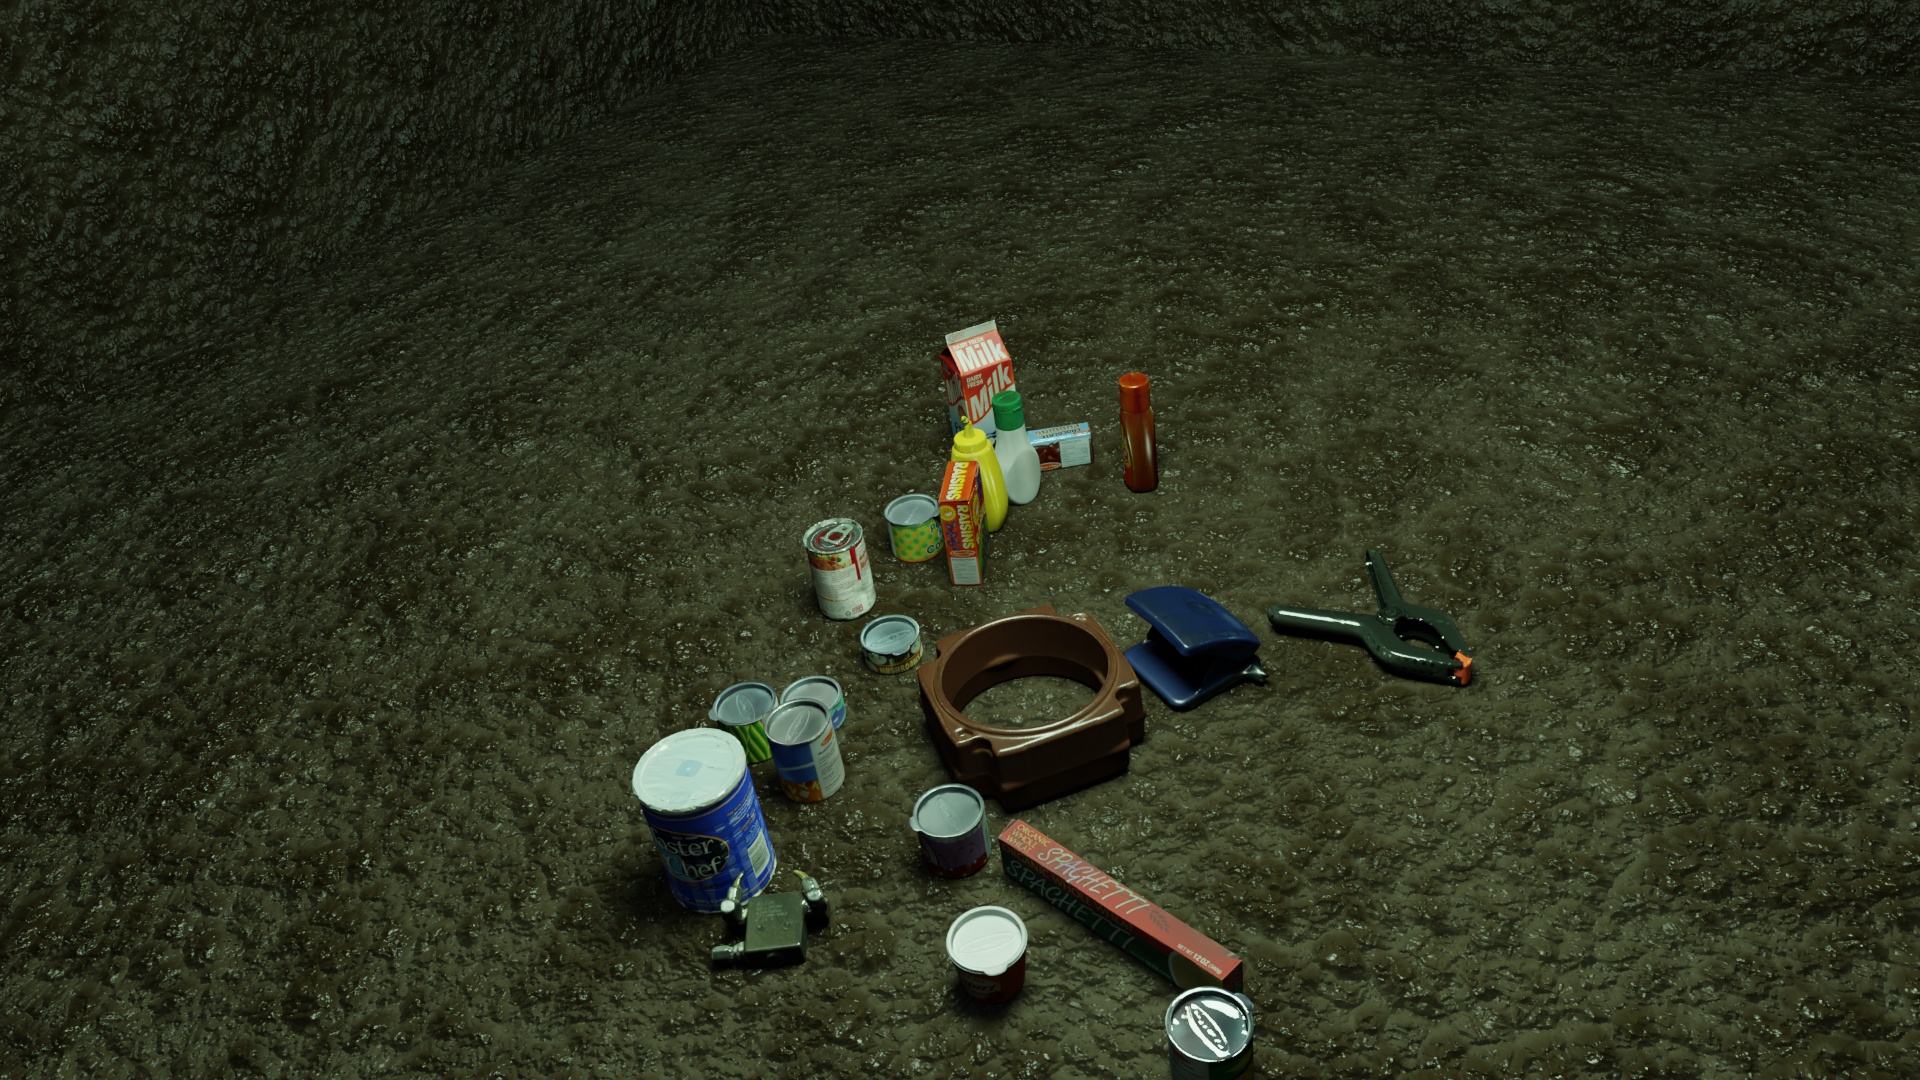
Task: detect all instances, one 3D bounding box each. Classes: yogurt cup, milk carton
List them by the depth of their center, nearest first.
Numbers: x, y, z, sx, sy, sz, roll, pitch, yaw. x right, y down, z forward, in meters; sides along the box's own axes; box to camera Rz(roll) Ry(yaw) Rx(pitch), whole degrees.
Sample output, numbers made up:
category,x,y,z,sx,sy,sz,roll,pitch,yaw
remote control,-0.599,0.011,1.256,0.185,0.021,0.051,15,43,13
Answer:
category,x,y,z,sx,sy,sz,roll,pitch,yaw
yogurt cup,0.025,0.351,1.170,0.072,0.053,0.073,-6,35,4
milk carton,0.026,-0.193,1.808,0.072,0.189,0.074,-21,37,-16

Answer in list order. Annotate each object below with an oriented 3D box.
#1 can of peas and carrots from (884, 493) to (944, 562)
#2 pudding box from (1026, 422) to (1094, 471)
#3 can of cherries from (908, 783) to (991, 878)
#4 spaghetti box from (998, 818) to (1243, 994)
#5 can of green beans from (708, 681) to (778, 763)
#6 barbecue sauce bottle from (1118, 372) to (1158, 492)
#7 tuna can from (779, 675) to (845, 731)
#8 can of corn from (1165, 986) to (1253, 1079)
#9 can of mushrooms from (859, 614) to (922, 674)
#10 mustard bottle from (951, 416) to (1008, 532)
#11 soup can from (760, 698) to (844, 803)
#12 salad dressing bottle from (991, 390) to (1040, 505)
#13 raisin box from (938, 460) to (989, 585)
category,x,y,z,sx,sy,sz,roll,pitch,yaw
can of peas and carrots,-0.053,-0.015,1.691,0.071,0.058,0.071,-6,35,4
pudding box,0.129,-0.121,1.806,0.084,0.049,0.030,-9,35,0
can of cherries,-0.010,0.270,1.287,0.071,0.058,0.072,-6,35,4
spaghetti box,0.132,0.319,1.195,0.250,0.050,0.029,25,48,38
can of green beans,-0.218,0.190,1.445,0.071,0.057,0.071,-6,35,4
barbecue sauce bottle,0.220,-0.136,1.722,0.044,0.147,0.065,-9,35,1
tuna can,-0.157,0.178,1.468,0.071,0.032,0.071,-6,36,4
can of corn,0.196,0.390,1.075,0.071,0.058,0.071,-6,35,4
can of mushrooms,-0.075,0.116,1.535,0.071,0.033,0.071,-6,36,4
mustard bottle,0.019,-0.085,1.685,0.065,0.159,0.049,4,38,19
soup can,-0.157,0.209,1.382,0.071,0.083,0.072,-6,35,4
salad dressing bottle,0.066,-0.115,1.728,0.064,0.147,0.044,-30,40,-27
raisin box,0.006,-0.020,1.631,0.040,0.122,0.086,-1,36,11
